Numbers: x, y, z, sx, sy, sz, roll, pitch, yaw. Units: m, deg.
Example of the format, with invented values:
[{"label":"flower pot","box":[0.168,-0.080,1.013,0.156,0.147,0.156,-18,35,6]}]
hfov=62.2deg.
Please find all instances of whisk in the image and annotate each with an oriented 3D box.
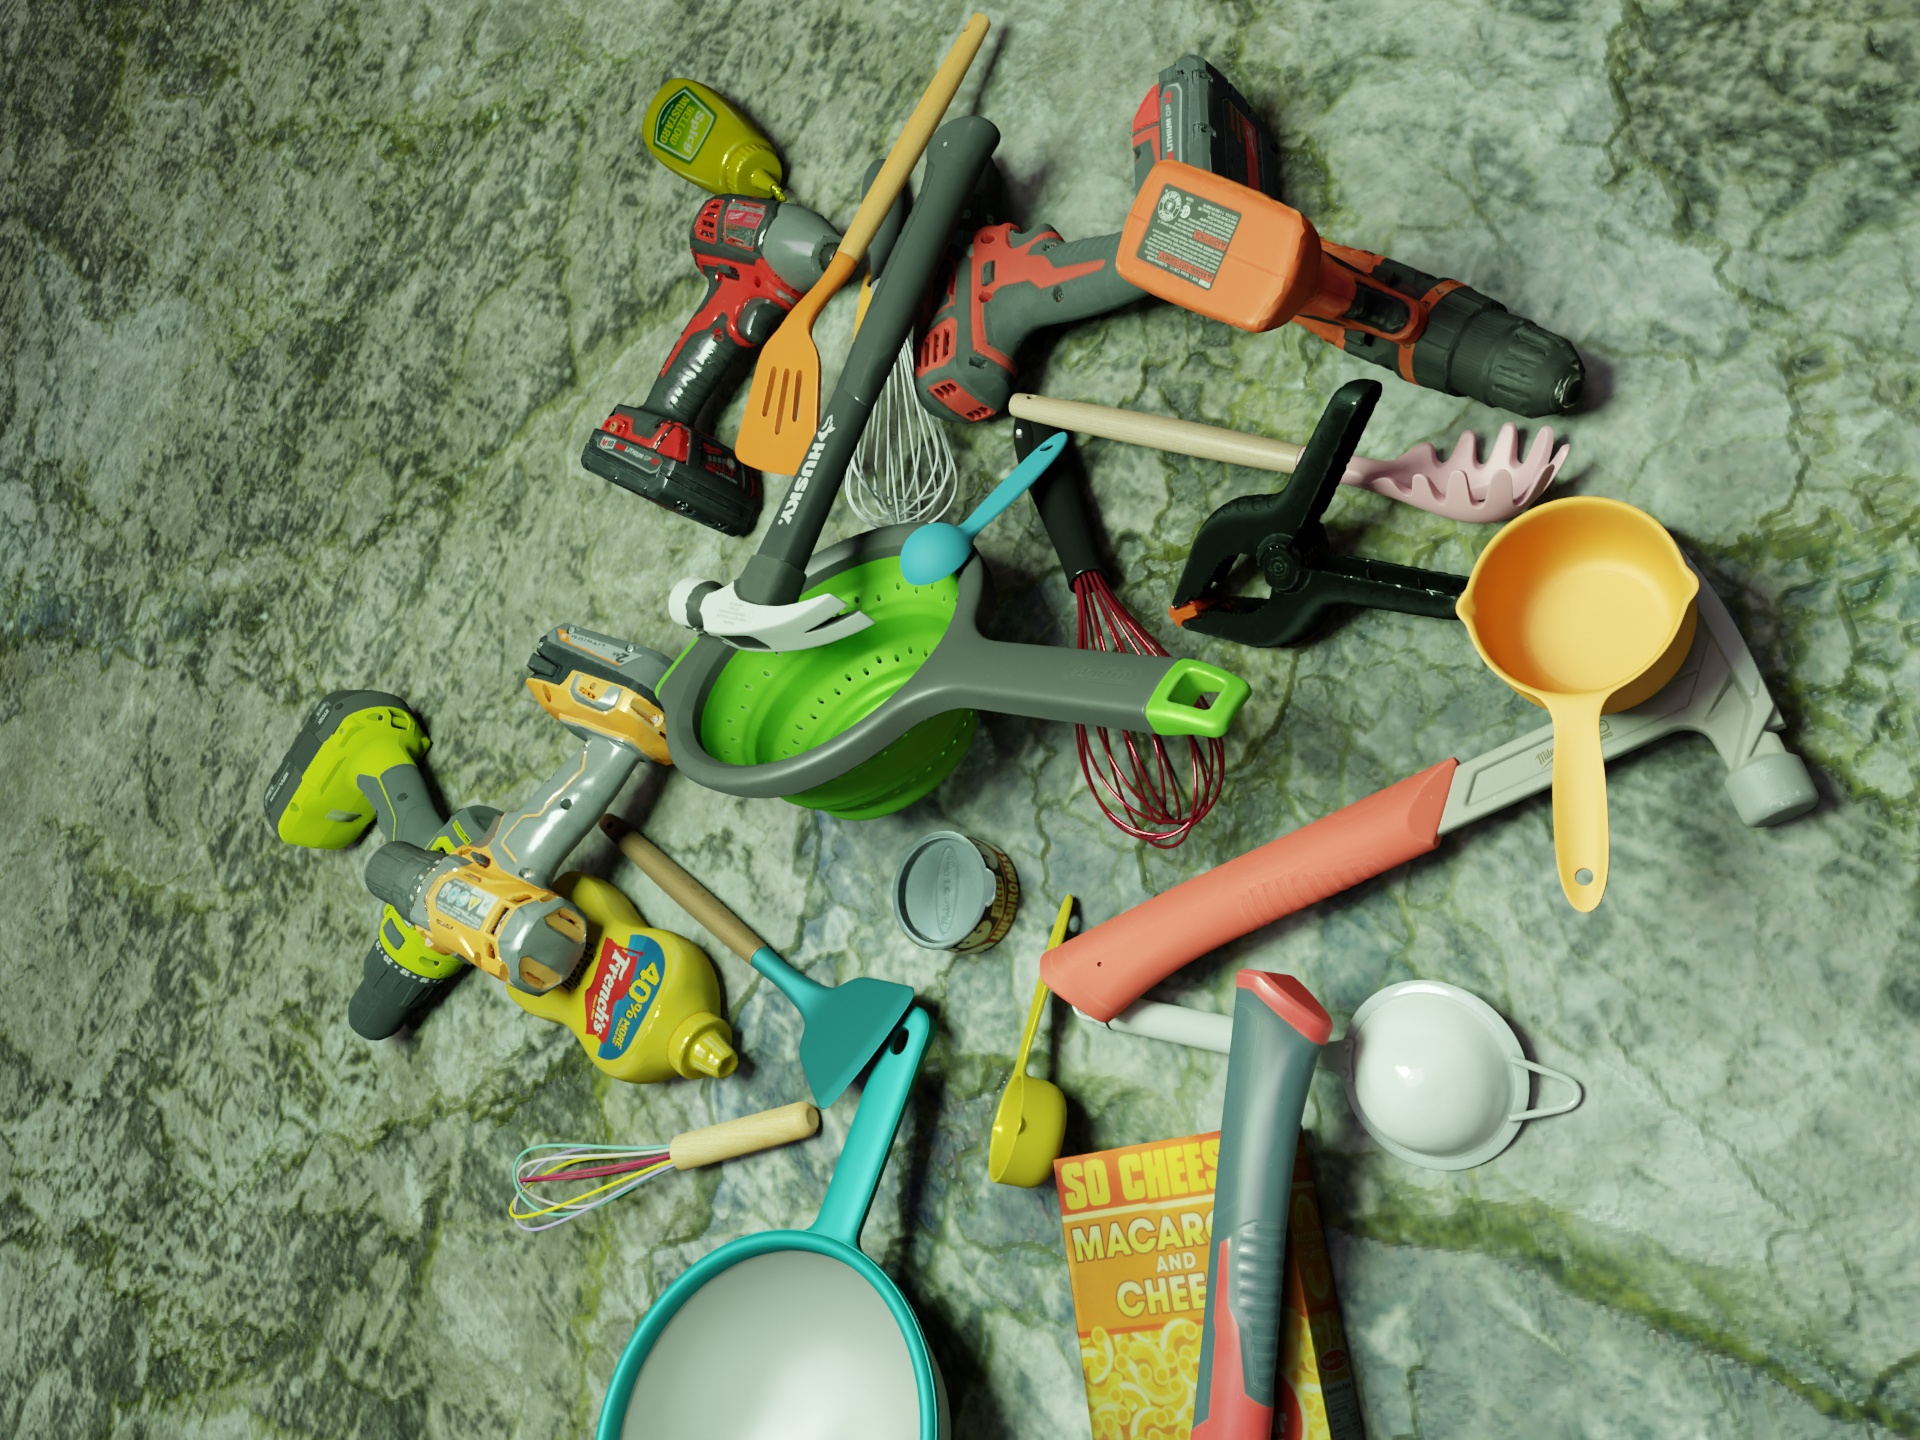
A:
[{"label":"whisk","box":[0.076,-0.061,0.865,0.073,0.073,0.296,-33,55,25]},{"label":"whisk","box":[-0.189,0.269,0.984,0.245,0.047,0.051,-21,78,26]},{"label":"whisk","box":[-0.044,-0.240,1.003,0.070,0.070,0.285,-19,62,31]}]

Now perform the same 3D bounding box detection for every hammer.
[{"label":"hammer","box":[0.191,0.046,0.750,0.359,0.036,0.149,-29,63,23]},{"label":"hammer","box":[0.107,0.304,0.704,0.143,0.038,0.386,0,80,38]},{"label":"hammer","box":[-0.052,-0.193,0.903,0.146,0.035,0.335,15,78,46]}]

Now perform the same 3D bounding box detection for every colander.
[{"label":"colander","box":[-0.001,-0.003,0.841,0.397,0.094,0.204,9,53,46]}]

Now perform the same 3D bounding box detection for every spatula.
[{"label":"spatula","box":[-0.143,0.128,0.983,0.318,0.044,0.082,32,80,39]},{"label":"spatula","box":[-0.054,-0.302,0.992,0.081,0.041,0.323,18,77,44]}]

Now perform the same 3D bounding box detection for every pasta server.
[{"label":"pasta server","box":[0.153,-0.147,0.825,0.316,0.060,0.040,19,132,35]}]

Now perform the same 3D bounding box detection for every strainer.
[{"label":"strainer","box":[-0.062,0.326,0.852,0.211,0.095,0.340,5,65,36]},{"label":"strainer","box":[0.157,0.158,0.758,0.258,0.050,0.087,4,95,40]}]

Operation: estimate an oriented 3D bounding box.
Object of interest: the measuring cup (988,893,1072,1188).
[{"label":"measuring cup","box":[0.049,0.169,0.839,0.062,0.029,0.157,126,161,-70]}]

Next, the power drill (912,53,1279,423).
[{"label":"power drill","box":[0.065,-0.289,0.919,0.227,0.080,0.188,-17,61,36]}]

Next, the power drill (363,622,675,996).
[{"label":"power drill","box":[-0.284,0.051,1.043,0.185,0.084,0.226,16,70,35]}]

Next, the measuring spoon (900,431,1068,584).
[{"label":"measuring spoon","box":[0.013,-0.124,0.874,0.128,0.021,0.042,-46,35,-17]}]

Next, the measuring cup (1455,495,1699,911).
[{"label":"measuring cup","box":[0.263,-0.004,0.666,0.095,0.052,0.174,-5,76,31]}]

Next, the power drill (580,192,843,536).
[{"label":"power drill","box":[-0.155,-0.244,1.067,0.143,0.078,0.219,25,91,42]}]

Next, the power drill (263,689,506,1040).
[{"label":"power drill","box":[-0.426,0.103,1.179,0.229,0.080,0.190,44,104,33]}]

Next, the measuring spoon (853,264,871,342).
[{"label":"measuring spoon","box":[-0.066,-0.248,1.044,0.021,0.011,0.117,2,79,37]}]
